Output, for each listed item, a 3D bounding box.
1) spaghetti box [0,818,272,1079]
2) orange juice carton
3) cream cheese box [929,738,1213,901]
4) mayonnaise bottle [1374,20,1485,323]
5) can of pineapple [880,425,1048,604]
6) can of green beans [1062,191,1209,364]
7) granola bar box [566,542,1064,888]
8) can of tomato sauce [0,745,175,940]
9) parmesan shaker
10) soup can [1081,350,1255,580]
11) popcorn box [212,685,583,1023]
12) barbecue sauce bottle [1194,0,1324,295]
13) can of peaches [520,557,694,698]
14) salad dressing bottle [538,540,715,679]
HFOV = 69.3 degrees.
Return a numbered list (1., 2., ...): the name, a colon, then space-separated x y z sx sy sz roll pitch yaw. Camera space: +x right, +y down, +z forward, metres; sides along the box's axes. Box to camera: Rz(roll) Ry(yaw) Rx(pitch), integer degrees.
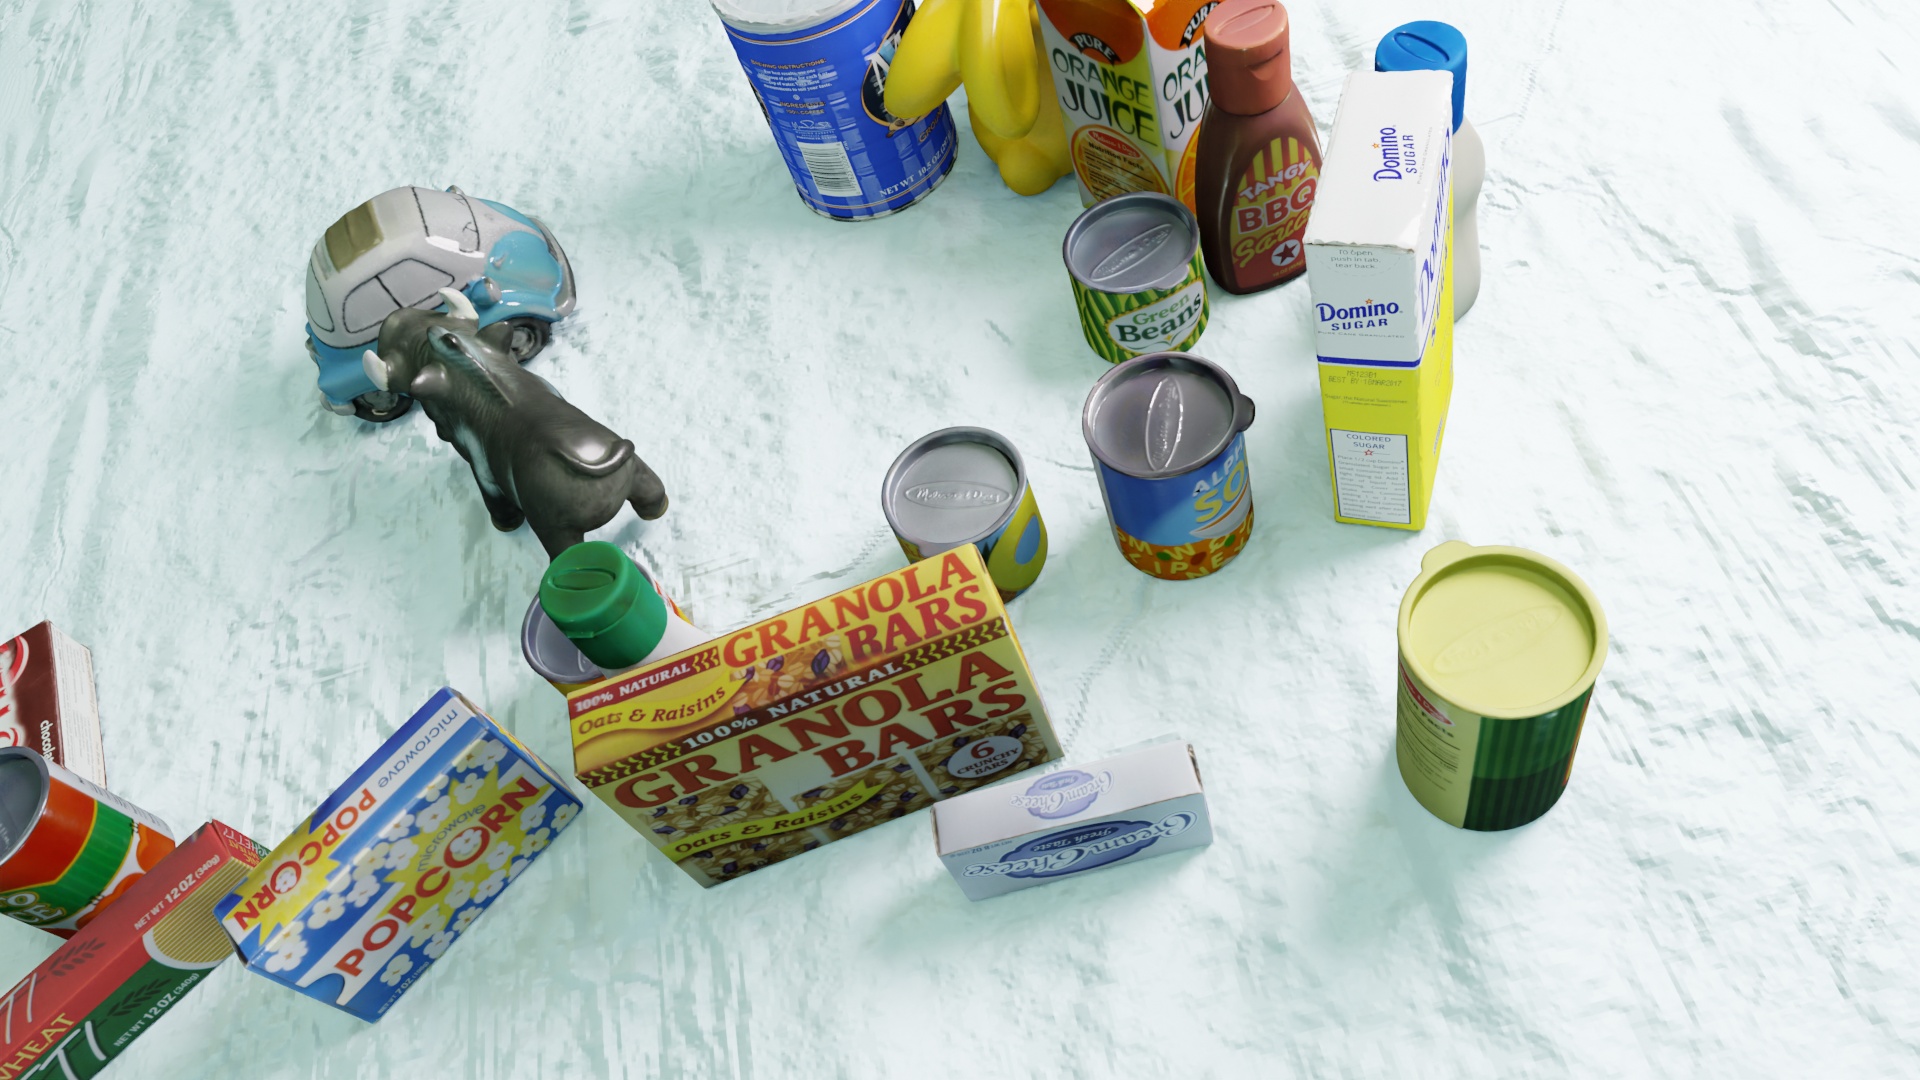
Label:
1. spaghetti box: -0.407 0.226 0.602 0.251 0.050 0.029 -43 56 -14
2. orange juice carton: 0.092 -0.241 0.679 0.073 0.192 0.072 34 72 32
3. cream cheese box: 0.045 0.110 0.543 0.104 0.053 0.024 -16 54 6
4. mayonnaise bottle: 0.203 -0.160 0.619 0.041 0.147 0.065 -37 55 -9
5. can of pineapple: 0.002 -0.008 0.632 0.071 0.057 0.071 -8 56 12
6. can of green beans: 0.088 -0.128 0.688 0.071 0.057 0.071 -8 56 12
7. granola bar box: -0.052 0.074 0.553 0.165 0.123 0.039 -21 54 2
8. can of tomato sauce: -0.420 0.144 0.640 0.071 0.082 0.071 -8 56 12
9. parmesan shaker: 0.192 0.054 0.506 0.071 0.102 0.071 -8 56 12
10. soup can: 0.095 -0.031 0.604 0.071 0.083 0.072 -8 56 12
11. popcorn box: -0.234 0.134 0.590 0.038 0.085 0.127 33 71 32
12. barbecue sauce bottle: 0.139 -0.184 0.654 0.065 0.148 0.044 -26 54 -1
13. can of peaches: -0.156 0.049 0.641 0.071 0.057 0.071 -8 56 12
14. salad dressing bottle: -0.122 0.054 0.572 0.064 0.147 0.044 -1 57 16
